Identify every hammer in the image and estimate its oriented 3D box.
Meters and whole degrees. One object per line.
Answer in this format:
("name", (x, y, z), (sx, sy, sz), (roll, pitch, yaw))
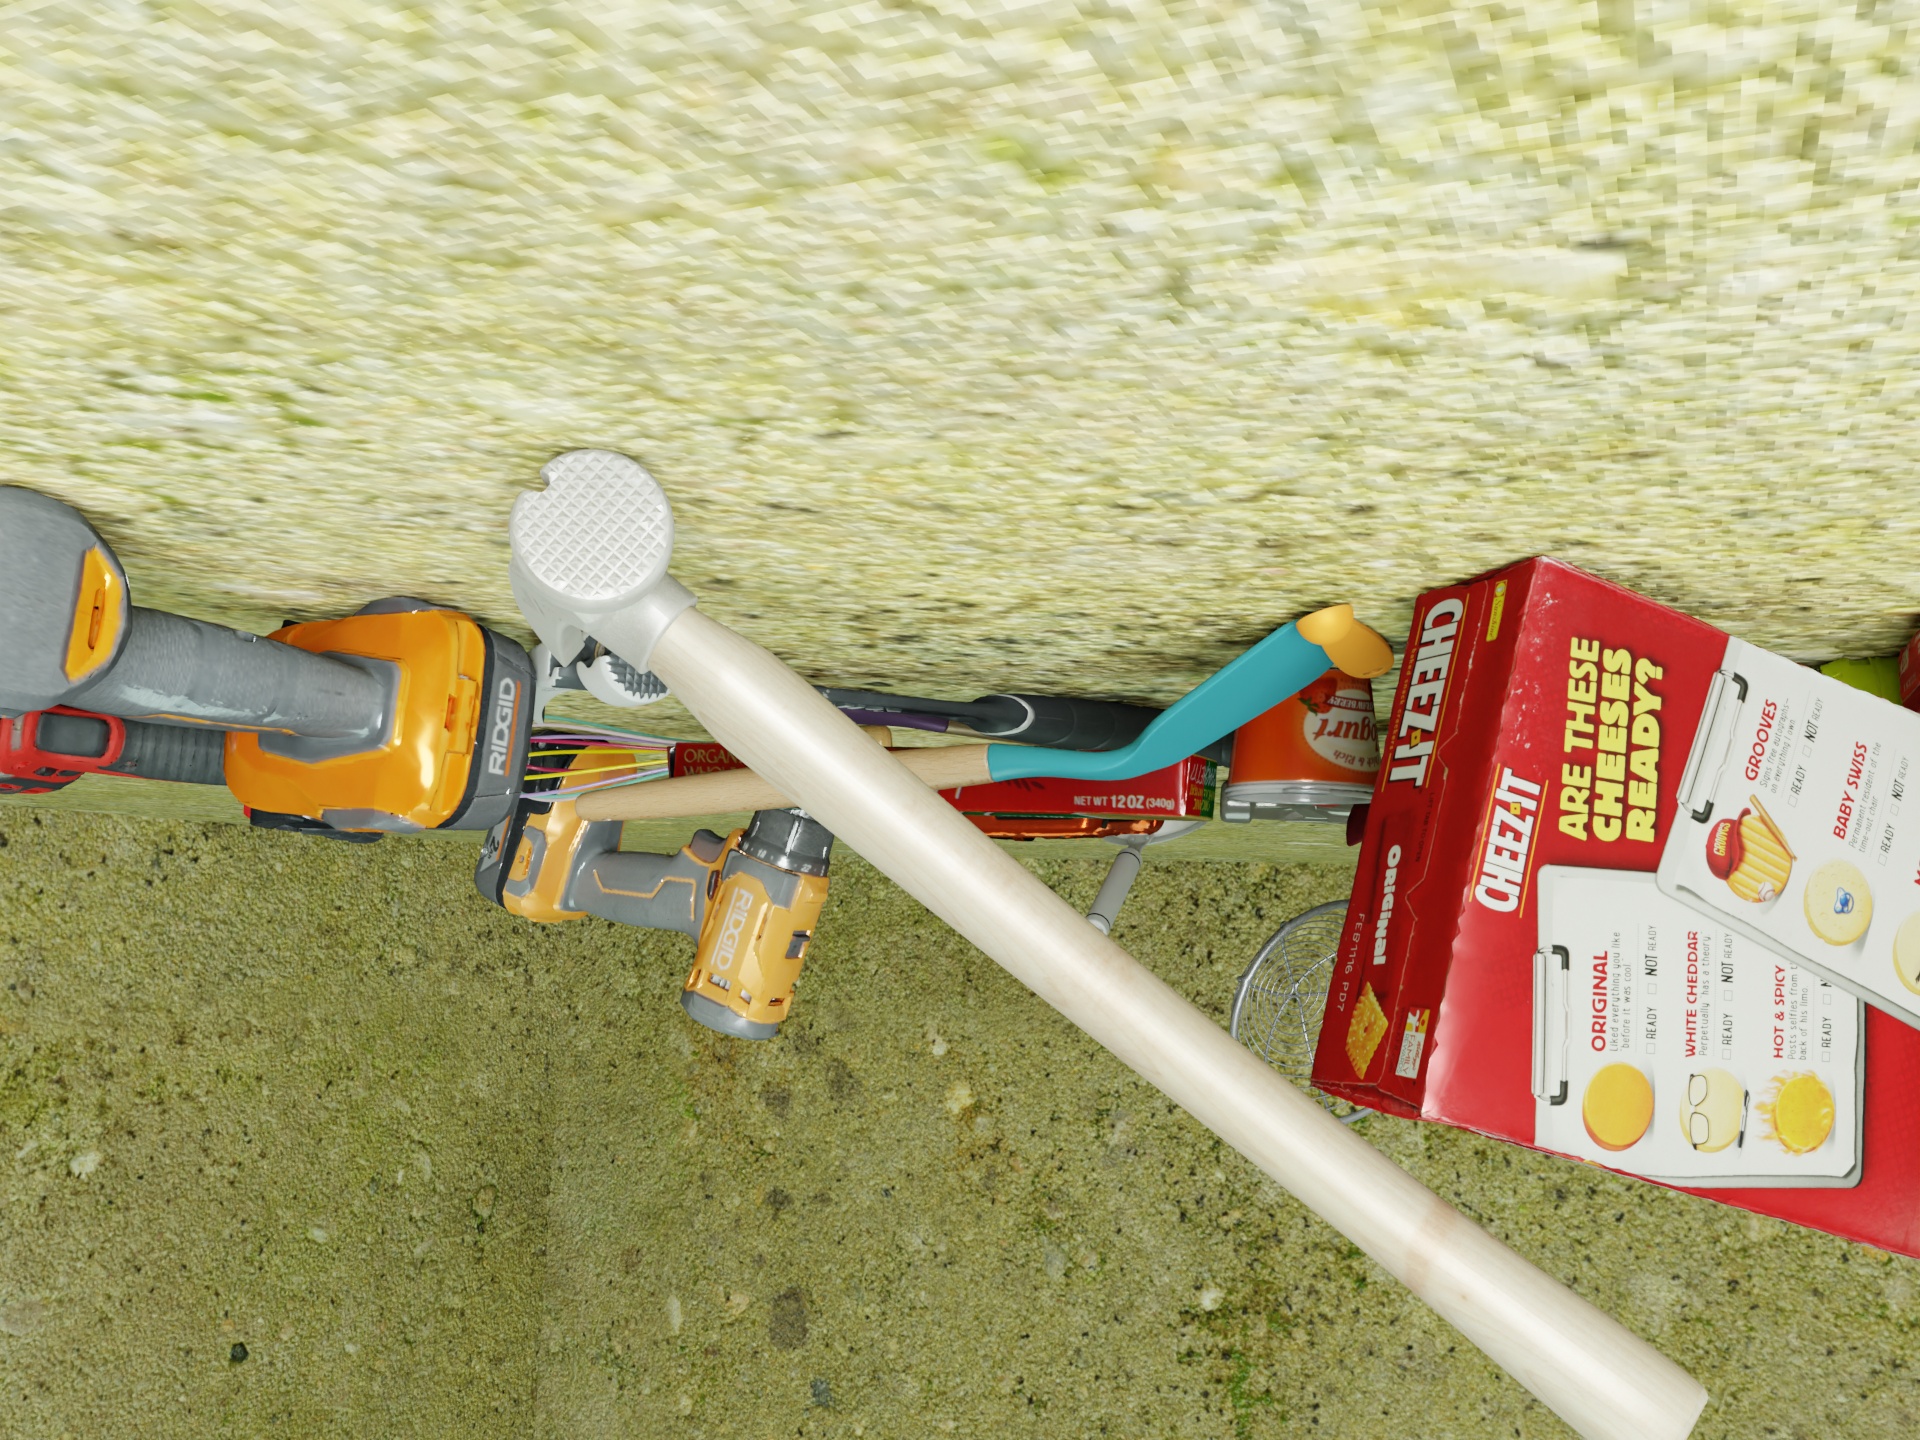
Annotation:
("hammer", (0.043, 0.080, 0.456), (0.410, 0.038, 0.146), (39, 167, -5))
("hammer", (-0.001, -0.002, 0.731), (0.408, 0.036, 0.149), (6, 173, -35))
("hammer", (0.247, 0.044, 1.031), (0.149, 0.037, 0.359), (1, 173, 8))

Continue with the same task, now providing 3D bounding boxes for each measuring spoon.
("measuring spoon", (0.143, -0.024, 0.578), (0.021, 0.011, 0.116), (-20, 164, 20))

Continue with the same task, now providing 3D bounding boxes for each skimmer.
("skimmer", (0.320, 0.136, 0.802), (0.363, 0.127, 0.090), (-9, -163, 22))

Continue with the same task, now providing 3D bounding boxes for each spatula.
("spatula", (0.014, 0.002, 0.827), (0.315, 0.018, 0.060), (6, 173, -21))
("spatula", (-0.012, 0.009, 0.627), (0.317, 0.044, 0.082), (-7, 168, 18))

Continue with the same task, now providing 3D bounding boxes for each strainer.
("strainer", (0.126, 0.097, 1.164), (0.087, 0.050, 0.258), (-8, -160, 23))

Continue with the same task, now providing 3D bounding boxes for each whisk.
("whisk", (-0.161, 0.018, 0.920), (0.245, 0.051, 0.047), (-4, 166, 3))

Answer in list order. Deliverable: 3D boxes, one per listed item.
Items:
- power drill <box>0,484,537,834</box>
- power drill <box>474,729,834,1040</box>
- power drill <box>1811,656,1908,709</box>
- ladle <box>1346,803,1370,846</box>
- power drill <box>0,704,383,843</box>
("power drill", (-0.276, -0.015, 0.533), (0.164, 0.084, 0.226), (-1, 168, 30))
("power drill", (-0.177, 0.072, 0.985), (0.226, 0.185, 0.084), (20, -178, 27))
("power drill", (0.364, 0.075, 0.634), (0.190, 0.228, 0.080), (-2, -147, 25))
("ladle", (0.312, 0.041, 0.925), (0.315, 0.031, 0.069), (-1, 151, -47))
("power drill", (-0.415, 0.010, 0.793), (0.226, 0.080, 0.188), (6, 172, -5))
